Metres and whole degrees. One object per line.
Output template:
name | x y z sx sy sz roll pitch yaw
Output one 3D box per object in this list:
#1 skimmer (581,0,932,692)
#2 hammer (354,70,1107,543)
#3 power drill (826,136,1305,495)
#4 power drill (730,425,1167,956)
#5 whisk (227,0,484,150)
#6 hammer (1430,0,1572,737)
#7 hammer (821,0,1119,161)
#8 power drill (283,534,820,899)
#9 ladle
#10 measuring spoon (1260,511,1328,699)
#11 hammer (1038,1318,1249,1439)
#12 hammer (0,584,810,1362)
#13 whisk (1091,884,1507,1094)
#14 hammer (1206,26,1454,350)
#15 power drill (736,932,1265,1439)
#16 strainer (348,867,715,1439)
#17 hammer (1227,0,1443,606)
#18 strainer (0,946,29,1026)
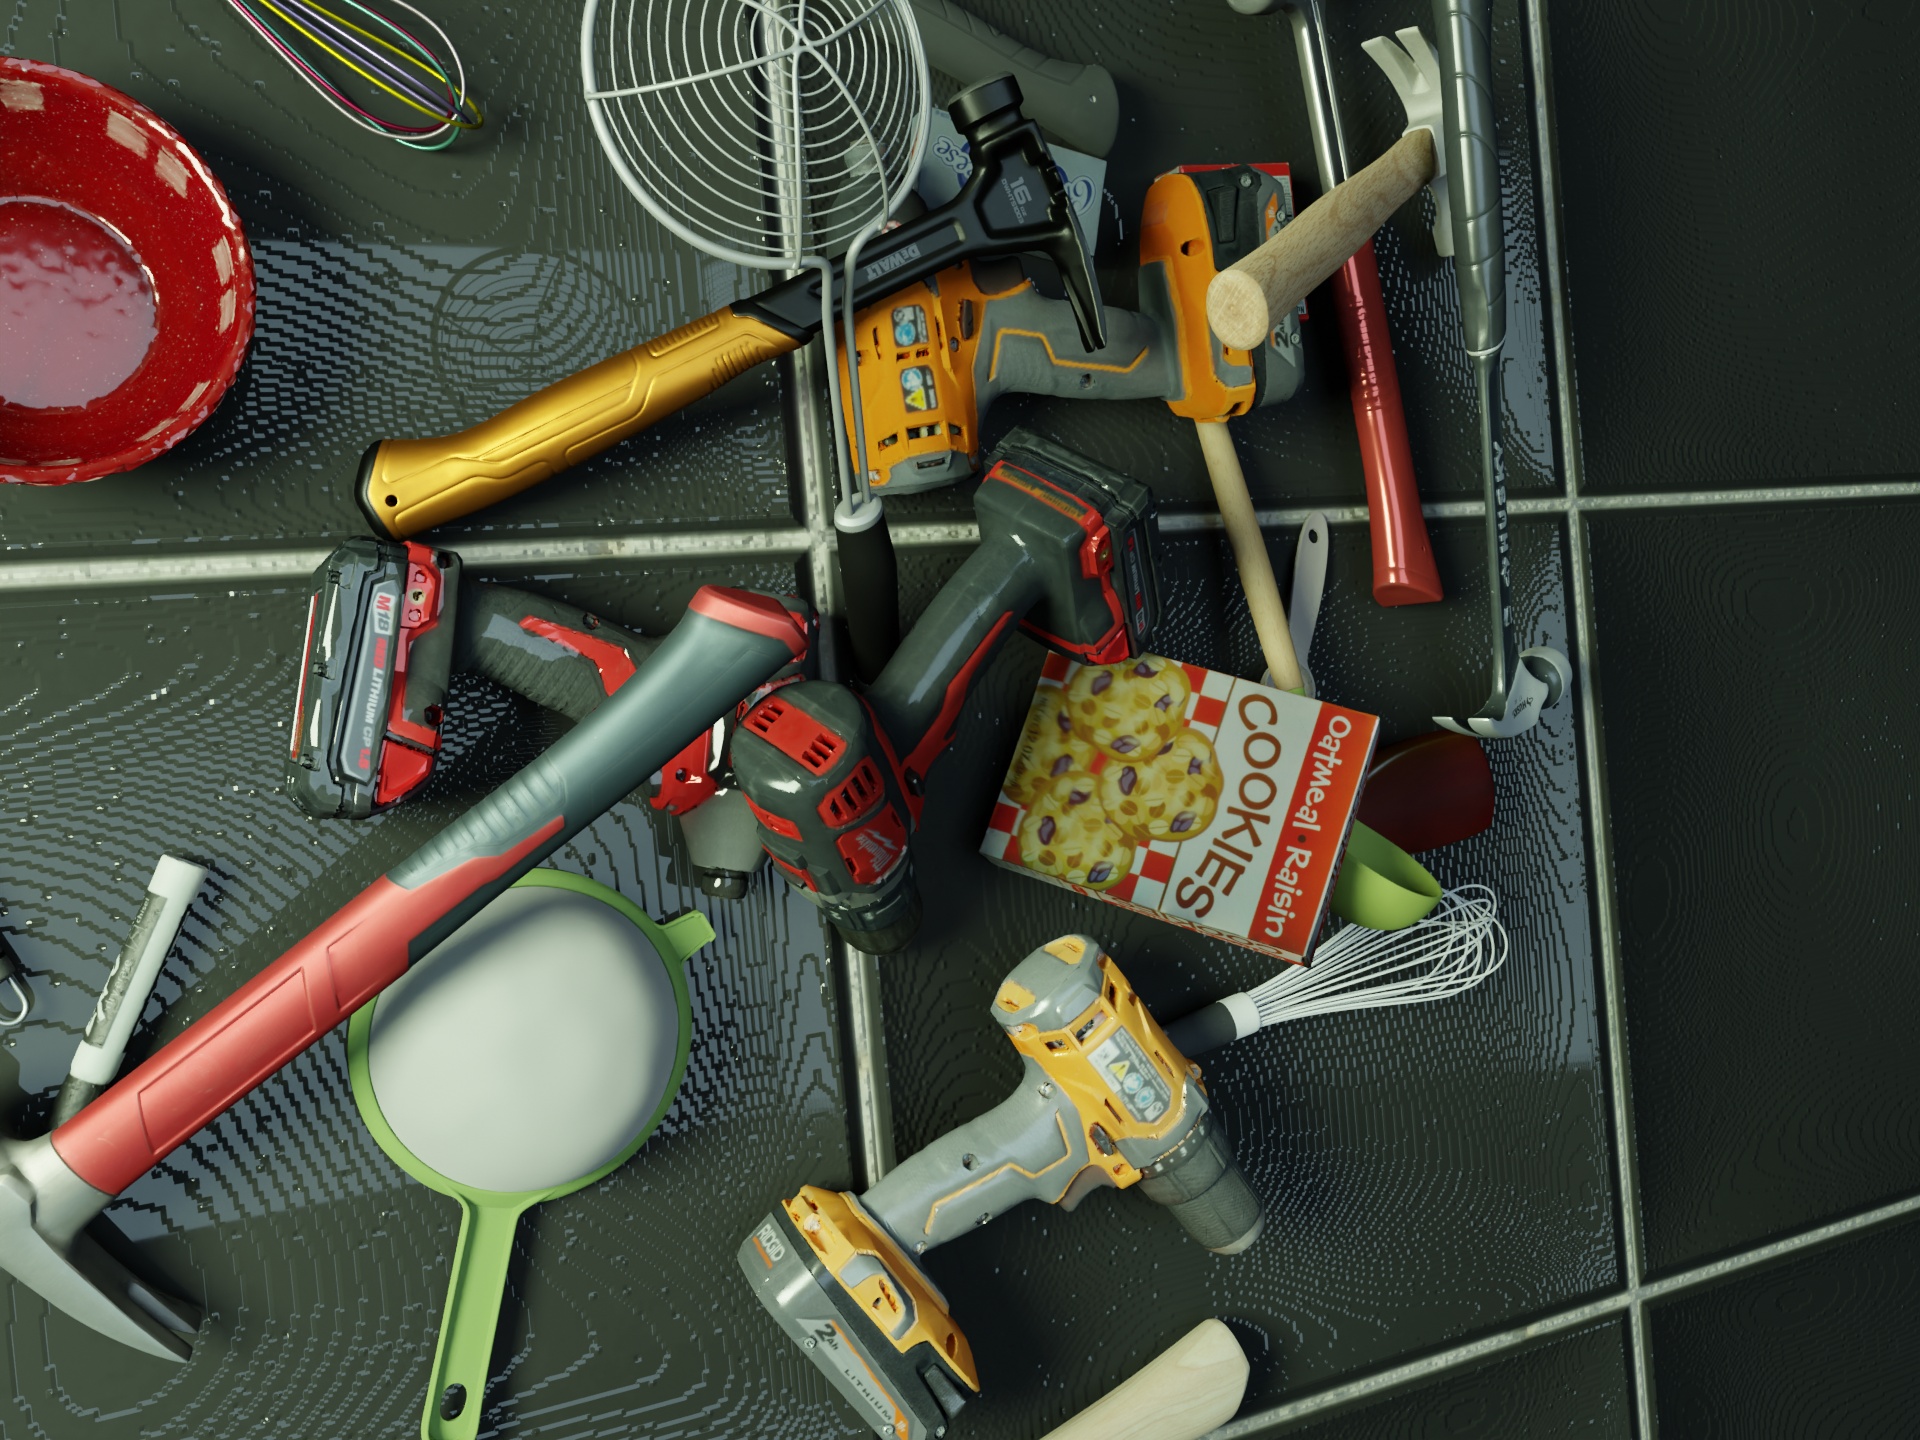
skimmer | -0.062 -0.145 0.655 0.127 0.363 0.090 -32 59 -19
hammer | -0.101 -0.156 0.698 0.337 0.034 0.127 -26 103 -5
power drill | 0.045 -0.209 0.775 0.226 0.084 0.164 -13 103 -15
power drill | -0.001 -0.002 0.734 0.227 0.080 0.187 -49 151 -20
whisk | -0.310 -0.317 0.658 0.244 0.051 0.047 31 56 -17
hammer | 0.281 -0.185 0.855 0.149 0.036 0.408 -27 113 -50
hammer | -0.066 -0.358 0.770 0.334 0.035 0.146 20 80 -23
power drill | -0.171 0.001 0.696 0.219 0.078 0.143 8 86 -27
ladle | 0.178 -0.045 0.838 0.078 0.062 0.320 -1 74 -59
measuring spoon | 0.189 -0.059 0.896 0.034 0.018 0.124 19 75 -23
hammer | -0.028 0.411 0.774 0.410 0.038 0.146 -27 99 -23
hammer | -0.210 0.089 0.625 0.386 0.038 0.143 -38 113 -3
whisk | 0.178 0.149 0.864 0.284 0.070 0.070 -17 96 -19
hammer | 0.197 -0.258 0.794 0.331 0.031 0.130 -45 121 -46
power drill | 0.031 0.241 0.767 0.226 0.084 0.185 -41 106 -13
strainer | -0.192 0.193 0.683 0.151 0.069 0.256 13 82 -24
hammer | 0.224 -0.241 0.887 0.149 0.037 0.359 -27 108 -49
strainer | -0.425 0.006 0.598 0.087 0.050 0.258 -36 108 -36
